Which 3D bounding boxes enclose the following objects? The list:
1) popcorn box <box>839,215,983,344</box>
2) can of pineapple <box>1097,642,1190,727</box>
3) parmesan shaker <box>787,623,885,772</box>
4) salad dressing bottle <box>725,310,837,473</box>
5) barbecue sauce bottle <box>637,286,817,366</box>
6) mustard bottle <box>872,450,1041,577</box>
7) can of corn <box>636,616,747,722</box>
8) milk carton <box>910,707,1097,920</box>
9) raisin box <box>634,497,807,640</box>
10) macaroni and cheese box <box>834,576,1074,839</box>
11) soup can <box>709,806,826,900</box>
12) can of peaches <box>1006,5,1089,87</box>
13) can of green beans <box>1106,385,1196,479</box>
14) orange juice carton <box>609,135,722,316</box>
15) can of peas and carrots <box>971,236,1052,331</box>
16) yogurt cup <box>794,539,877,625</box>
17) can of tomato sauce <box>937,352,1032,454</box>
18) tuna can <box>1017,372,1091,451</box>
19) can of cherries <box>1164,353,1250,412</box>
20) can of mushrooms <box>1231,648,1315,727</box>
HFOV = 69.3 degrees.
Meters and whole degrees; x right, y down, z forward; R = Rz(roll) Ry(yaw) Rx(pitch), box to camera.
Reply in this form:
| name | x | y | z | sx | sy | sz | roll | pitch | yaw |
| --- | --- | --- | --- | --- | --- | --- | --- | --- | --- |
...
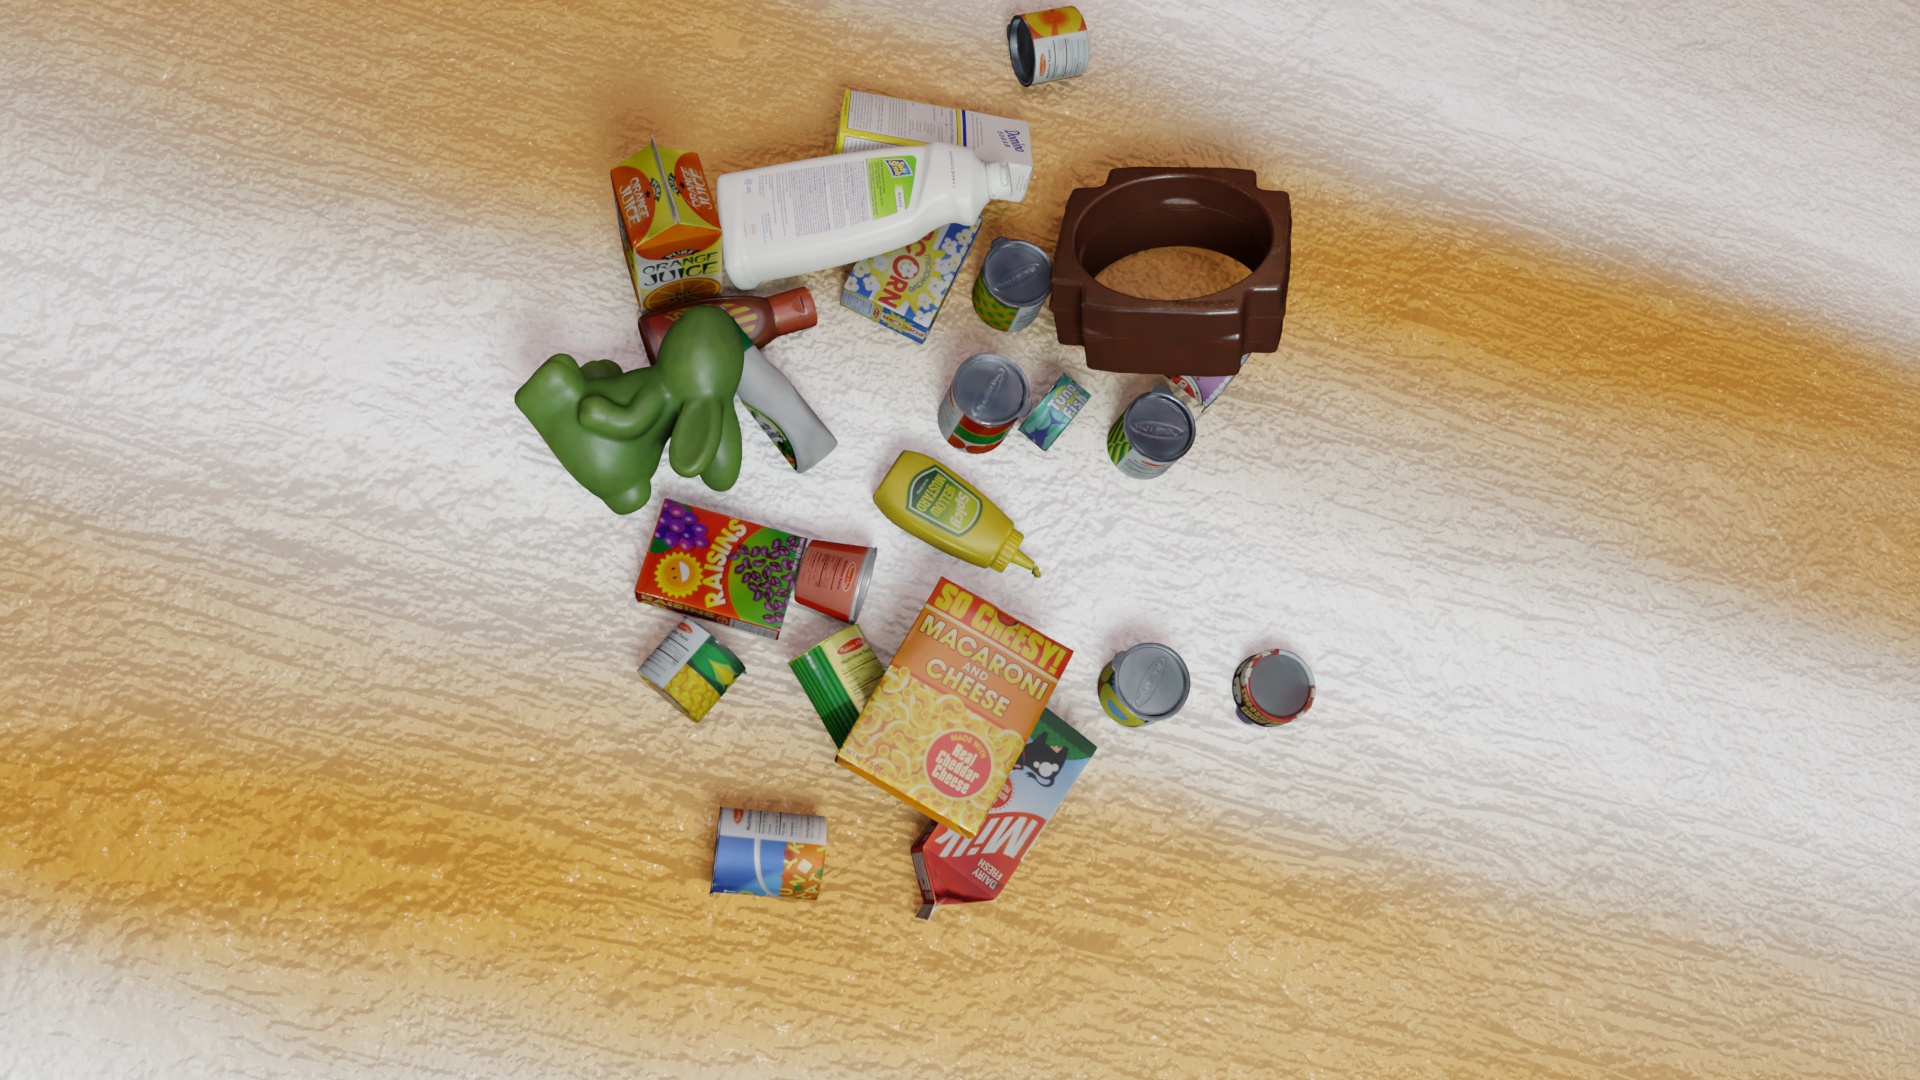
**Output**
| name | x | y | z | sx | sy | sz | roll | pitch | yaw |
| --- | --- | --- | --- | --- | --- | --- | --- | --- | --- |
| popcorn box | -0.044 | -0.253 | 1.255 | 0.085 | 0.038 | 0.127 | 26 | 72 | -3 |
| can of pineapple | 0.154 | 0.122 | 1.182 | 0.071 | 0.057 | 0.071 | 3 | 75 | -10 |
| parmesan shaker | -0.088 | 0.130 | 1.129 | 0.071 | 0.071 | 0.103 | -29 | 83 | -16 |
| salad dressing bottle | -0.166 | -0.126 | 1.172 | 0.044 | 0.064 | 0.147 | -41 | 103 | -11 |
| barbecue sauce bottle | -0.199 | -0.184 | 1.205 | 0.149 | 0.043 | 0.065 | -19 | 89 | -15 |
| mustard bottle | 0.004 | -0.015 | 1.195 | 0.160 | 0.048 | 0.065 | 31 | 74 | -1 |
| can of corn | -0.215 | 0.106 | 1.115 | 0.071 | 0.071 | 0.058 | 40 | 73 | 1 |
| milk carton | 0.023 | 0.225 | 1.122 | 0.073 | 0.072 | 0.191 | 37 | 72 | 1 |
| raisin box | -0.198 | 0.023 | 1.152 | 0.123 | 0.040 | 0.086 | 16 | 73 | -7 |
| macaroni and cheese box | -0.003 | 0.129 | 1.088 | 0.124 | 0.040 | 0.167 | 30 | 71 | 1 |
| soup can | -0.151 | 0.248 | 1.089 | 0.084 | 0.071 | 0.071 | 7 | 74 | -9 |
| can of peaches | 0.083 | -0.473 | 1.324 | 0.058 | 0.071 | 0.071 | -15 | 79 | -14 |
| can of green beans | 0.170 | -0.093 | 1.242 | 0.071 | 0.057 | 0.071 | 3 | 75 | -10 |
| orange juice carton | -0.239 | -0.255 | 1.138 | 0.073 | 0.192 | 0.072 | -16 | 80 | -13 |
| can of peas and carrots | 0.045 | -0.231 | 1.256 | 0.071 | 0.058 | 0.071 | 3 | 74 | -9 |
| yogurt cup | -0.105 | 0.032 | 1.156 | 0.054 | 0.072 | 0.072 | 15 | 73 | 2 |
| can of tomato sauce | 0.021 | -0.117 | 1.207 | 0.071 | 0.083 | 0.071 | 3 | 75 | -10 |
| tuna can | 0.084 | -0.114 | 1.225 | 0.033 | 0.071 | 0.071 | 39 | 72 | 0 |
| can of cherries | 0.221 | -0.161 | 1.267 | 0.058 | 0.071 | 0.072 | 38 | 72 | 1 |
| can of mushrooms | 0.273 | 0.131 | 1.215 | 0.071 | 0.033 | 0.071 | 3 | 75 | -11 |
